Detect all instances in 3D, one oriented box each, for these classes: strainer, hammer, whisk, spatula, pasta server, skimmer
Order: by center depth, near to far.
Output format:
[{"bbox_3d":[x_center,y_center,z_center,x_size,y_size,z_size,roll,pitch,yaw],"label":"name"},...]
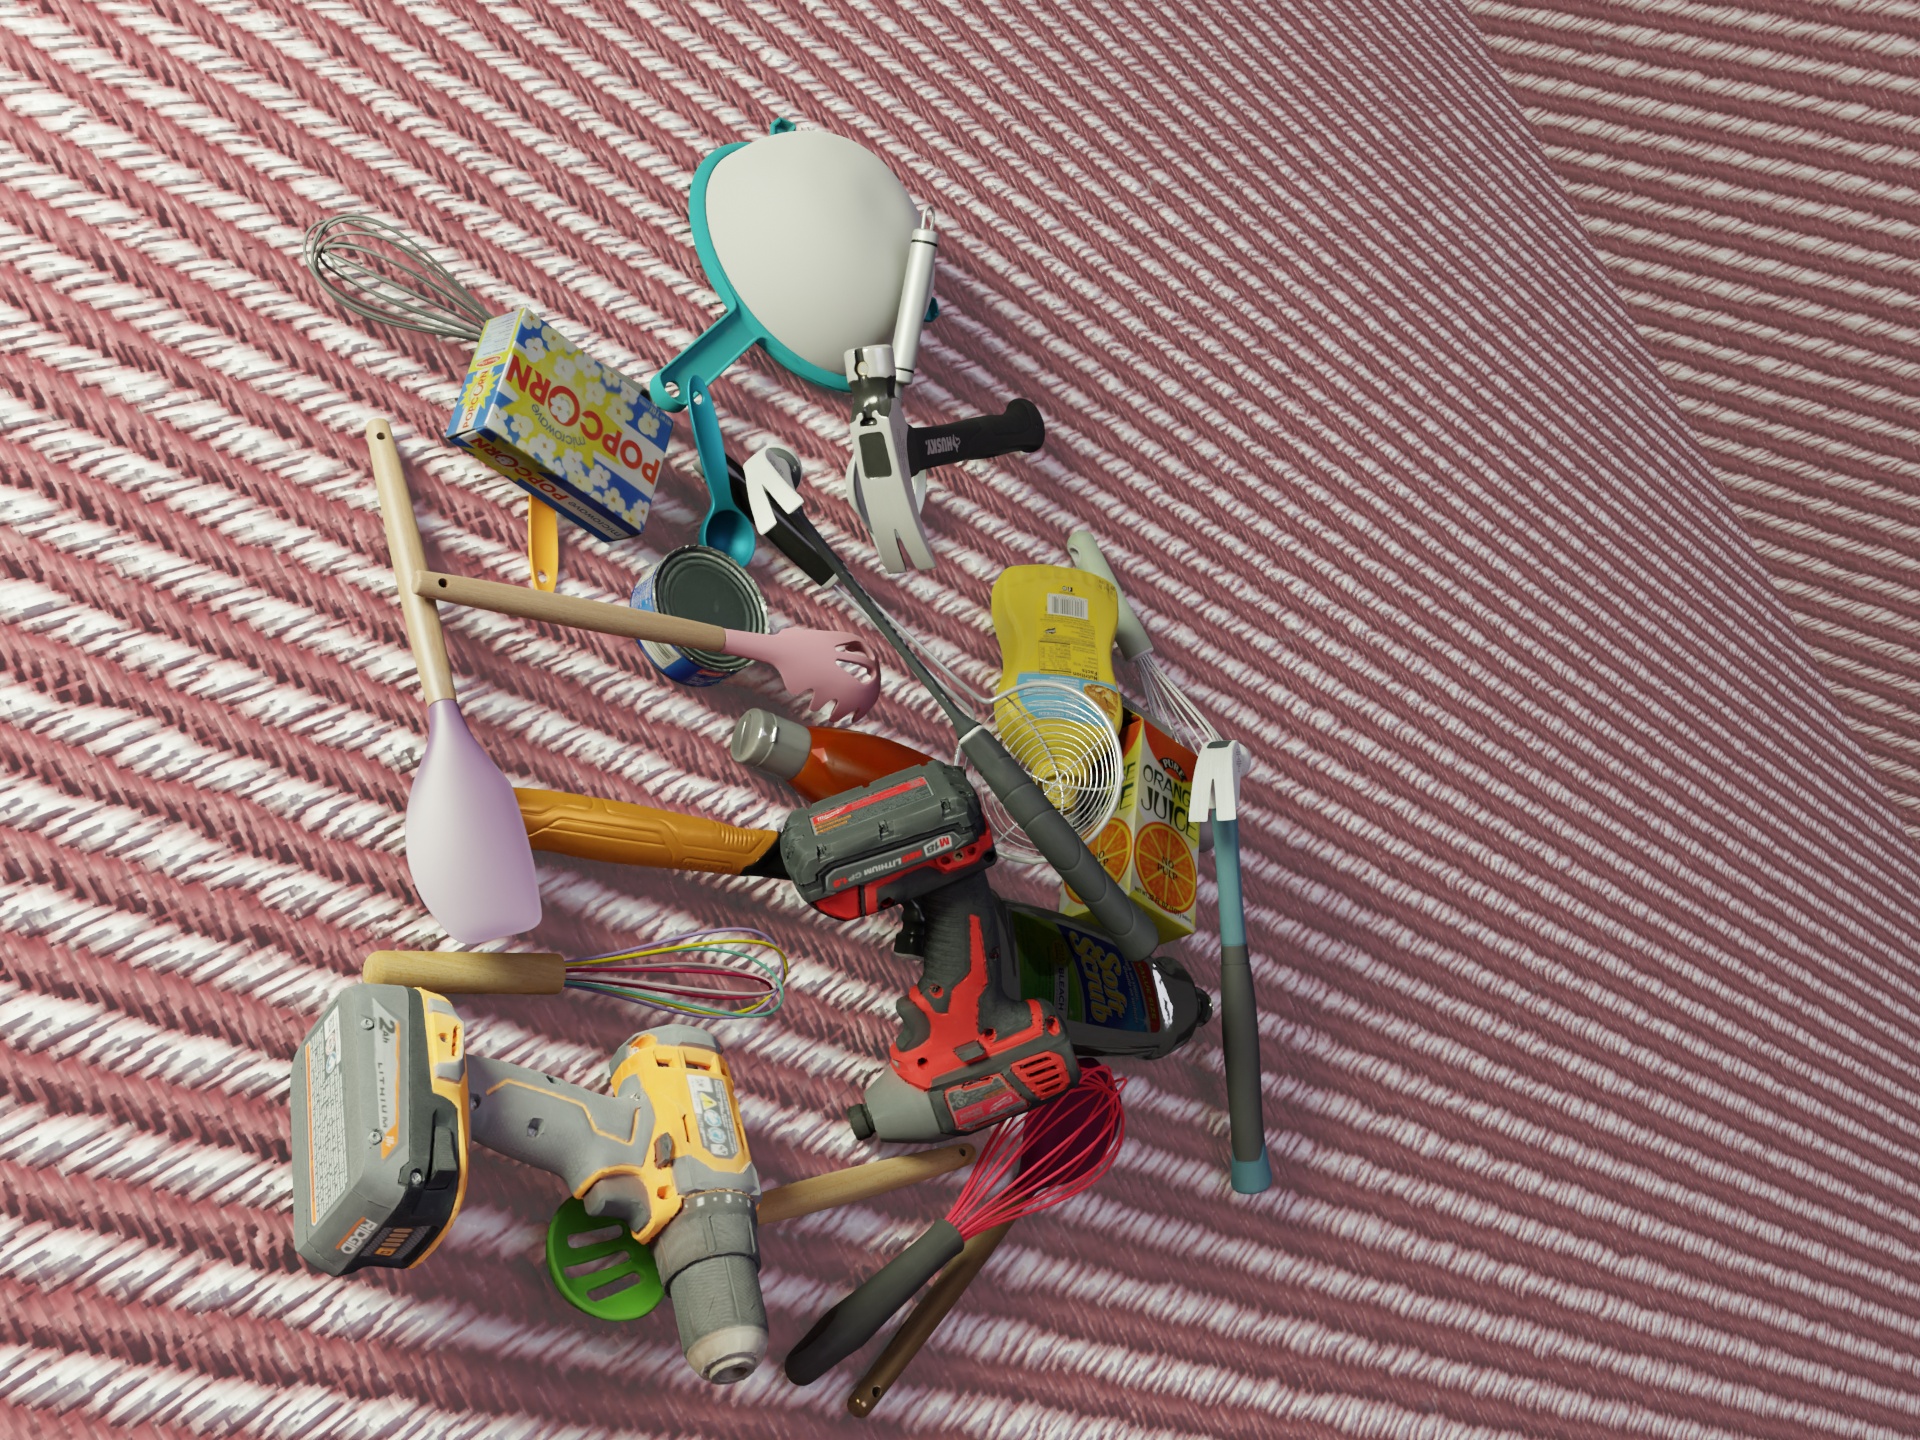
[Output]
[{"bbox_3d":[-0.283,-0.030,0.847,0.059,0.018,0.316,-11,67,-20],"label":"spatula"},{"bbox_3d":[-0.198,0.142,0.861,0.244,0.047,0.051,8,52,-37],"label":"whisk"},{"bbox_3d":[-0.138,0.067,0.935,0.336,0.034,0.127,11,84,-36],"label":"hammer"},{"bbox_3d":[-0.170,-0.049,0.944,0.316,0.040,0.060,10,64,-37],"label":"pasta server"},{"bbox_3d":[0.006,0.299,0.957,0.296,0.073,0.073,-31,93,-39],"label":"whisk"},{"bbox_3d":[-0.282,-0.237,0.968,0.238,0.055,0.055,23,55,-41],"label":"whisk"},{"bbox_3d":[-0.002,-0.003,1.006,0.408,0.036,0.149,51,6,-13],"label":"hammer"},{"bbox_3d":[-0.041,-0.050,1.073,0.363,0.127,0.090,43,11,-13],"label":"skimmer"},{"bbox_3d":[-0.110,-0.319,1.126,0.211,0.095,0.340,49,40,-16],"label":"strainer"},{"bbox_3d":[-0.045,-0.240,1.143,0.086,0.050,0.258,2,101,-55],"label":"strainer"},{"bbox_3d":[0.002,-0.198,1.161,0.335,0.035,0.146,-33,116,-67],"label":"hammer"},{"bbox_3d":[0.205,0.180,1.181,0.128,0.033,0.331,7,79,-72],"label":"hammer"},{"bbox_3d":[0.151,-0.047,1.297,0.059,0.058,0.246,-25,83,-23],"label":"whisk"}]

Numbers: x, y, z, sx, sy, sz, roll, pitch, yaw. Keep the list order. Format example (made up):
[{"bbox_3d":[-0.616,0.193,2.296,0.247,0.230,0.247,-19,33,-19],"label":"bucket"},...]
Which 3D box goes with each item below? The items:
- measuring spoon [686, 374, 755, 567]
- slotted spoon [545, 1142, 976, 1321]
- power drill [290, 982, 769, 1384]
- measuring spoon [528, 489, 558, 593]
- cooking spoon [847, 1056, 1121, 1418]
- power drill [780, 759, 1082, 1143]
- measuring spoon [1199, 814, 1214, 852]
[{"bbox_3d":[-0.165,-0.160,1.038,0.042,0.021,0.128,-19,100,-45],"label":"measuring spoon"},{"bbox_3d":[-0.101,0.275,0.898,0.313,0.031,0.070,1,54,-47],"label":"slotted spoon"},{"bbox_3d":[-0.193,0.223,0.760,0.226,0.084,0.186,20,34,-39],"label":"power drill"},{"bbox_3d":[-0.256,-0.127,0.963,0.021,0.011,0.117,15,63,-51],"label":"measuring spoon"},{"bbox_3d":[0.024,0.318,1.005,0.068,0.017,0.319,56,42,-5],"label":"cooking spoon"},{"bbox_3d":[-0.024,0.148,0.938,0.079,0.143,0.219,-124,-165,-70],"label":"power drill"},{"bbox_3d":[0.176,0.110,1.261,0.034,0.018,0.124,56,43,-8],"label":"measuring spoon"}]
